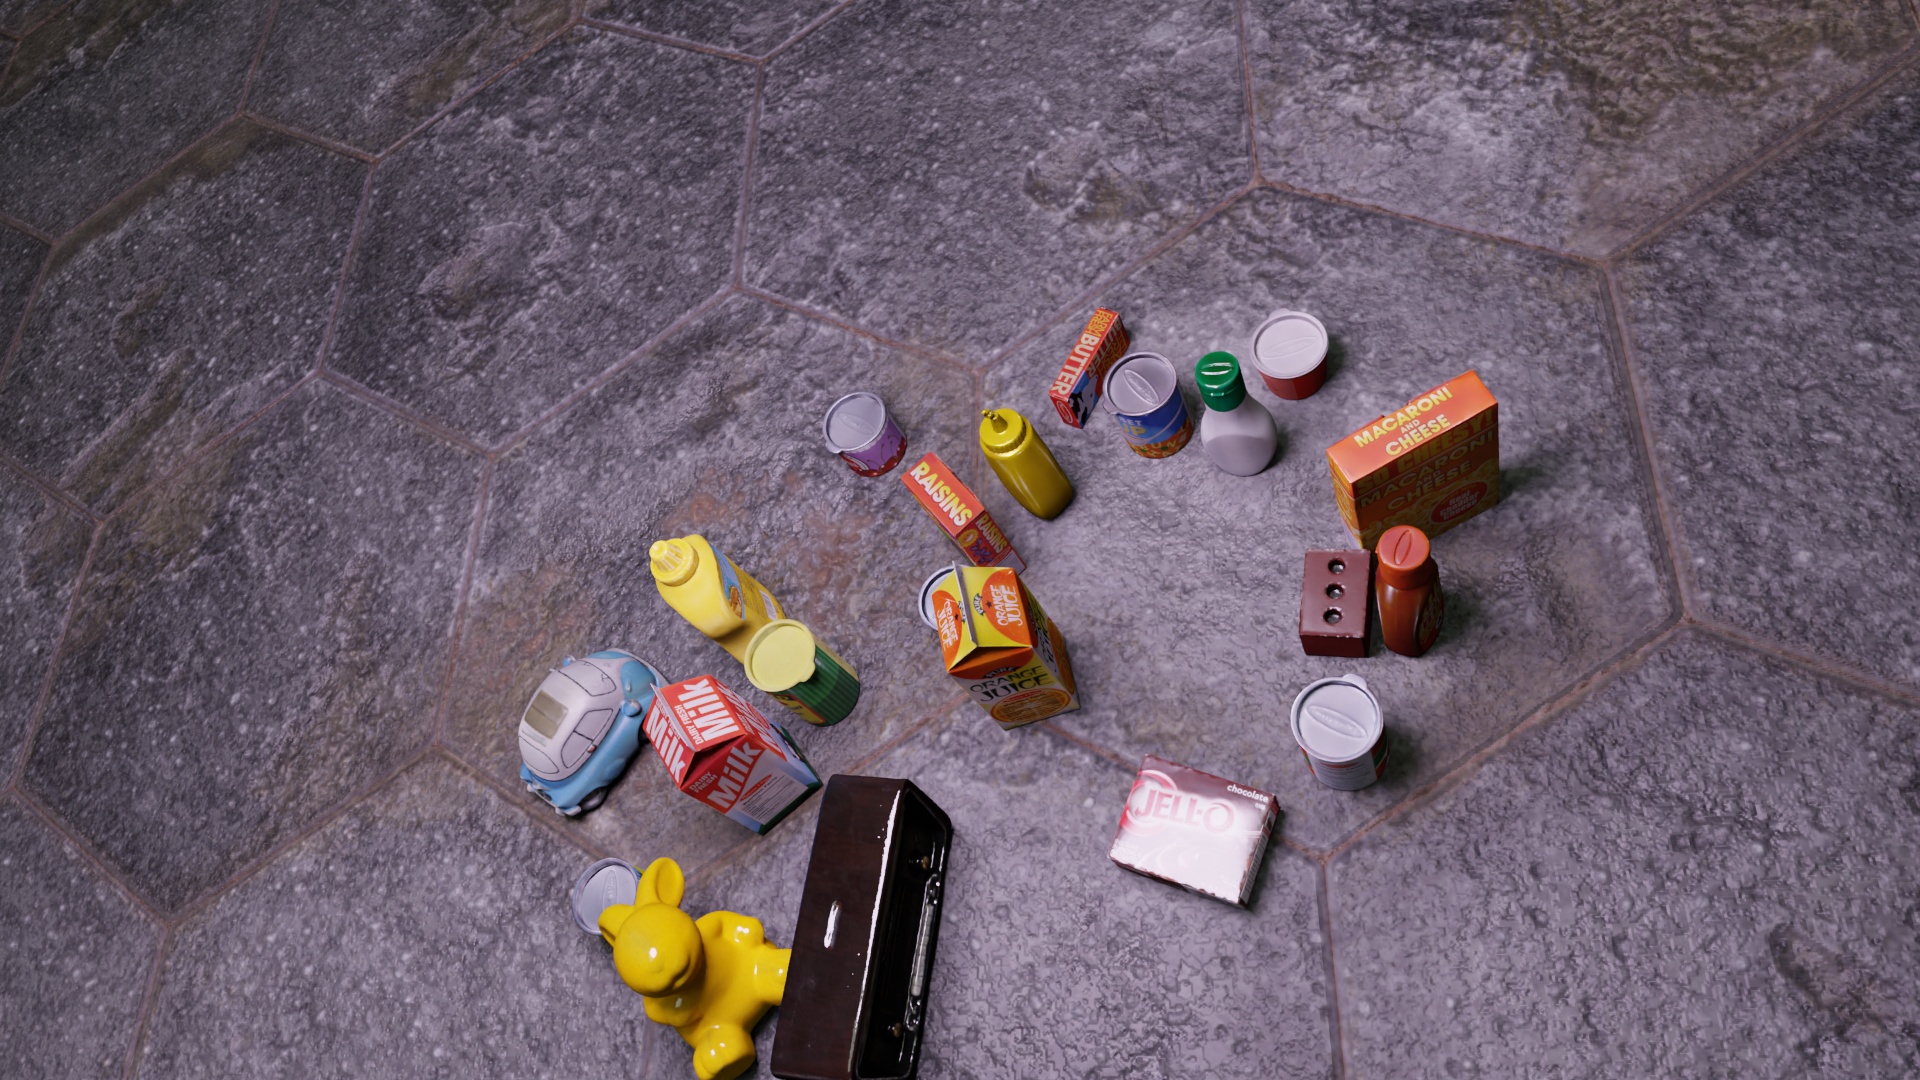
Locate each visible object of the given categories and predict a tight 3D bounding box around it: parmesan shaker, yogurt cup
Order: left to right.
[{"bbox_3d":[-0.136,0.120,1.228,0.071,0.102,0.071,-9,62,17],"label":"parmesan shaker"},{"bbox_3d":[0.295,-0.161,1.234,0.072,0.053,0.072,-9,62,17],"label":"yogurt cup"}]

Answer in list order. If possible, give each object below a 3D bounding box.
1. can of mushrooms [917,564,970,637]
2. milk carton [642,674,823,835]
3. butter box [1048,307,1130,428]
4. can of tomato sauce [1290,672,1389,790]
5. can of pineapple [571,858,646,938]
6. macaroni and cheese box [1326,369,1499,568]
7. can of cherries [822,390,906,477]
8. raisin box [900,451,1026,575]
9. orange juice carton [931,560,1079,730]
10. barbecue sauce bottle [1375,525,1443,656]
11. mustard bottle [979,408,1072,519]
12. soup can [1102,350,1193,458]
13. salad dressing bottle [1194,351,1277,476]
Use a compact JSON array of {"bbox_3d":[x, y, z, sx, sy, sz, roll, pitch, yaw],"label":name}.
[{"bbox_3d":[-0.001,0.059,1.248,0.071,0.033,0.071,-9,62,17],"label":"can of mushrooms"},{"bbox_3d":[-0.199,0.177,1.171,0.073,0.190,0.072,-40,58,-1],"label":"milk carton"},{"bbox_3d":[0.121,-0.162,1.302,0.024,0.053,0.104,22,74,29],"label":"butter box"},{"bbox_3d":[0.292,0.147,1.061,0.071,0.083,0.071,-9,62,17],"label":"can of tomato sauce"},{"bbox_3d":[-0.294,0.318,1.215,0.071,0.057,0.071,-9,62,17],"label":"can of pineapple"},{"bbox_3d":[0.356,-0.051,1.088,0.123,0.166,0.040,-29,58,5],"label":"macaroni and cheese box"},{"bbox_3d":[-0.095,-0.101,1.351,0.071,0.058,0.072,-9,62,17],"label":"can of cherries"},{"bbox_3d":[0.004,-0.015,1.231,0.040,0.123,0.086,-41,58,-2],"label":"raisin box"},{"bbox_3d":[0.033,0.085,1.128,0.073,0.192,0.072,-19,60,12],"label":"orange juice carton"},{"bbox_3d":[0.342,0.036,1.060,0.044,0.148,0.065,16,72,27],"label":"barbecue sauce bottle"},{"bbox_3d":[0.052,-0.075,1.221,0.049,0.159,0.065,-45,58,-4],"label":"mustard bottle"},{"bbox_3d":[0.167,-0.119,1.244,0.071,0.083,0.071,-9,62,17],"label":"soup can"},{"bbox_3d":[0.230,-0.106,1.176,0.064,0.147,0.044,-2,64,20],"label":"salad dressing bottle"}]
